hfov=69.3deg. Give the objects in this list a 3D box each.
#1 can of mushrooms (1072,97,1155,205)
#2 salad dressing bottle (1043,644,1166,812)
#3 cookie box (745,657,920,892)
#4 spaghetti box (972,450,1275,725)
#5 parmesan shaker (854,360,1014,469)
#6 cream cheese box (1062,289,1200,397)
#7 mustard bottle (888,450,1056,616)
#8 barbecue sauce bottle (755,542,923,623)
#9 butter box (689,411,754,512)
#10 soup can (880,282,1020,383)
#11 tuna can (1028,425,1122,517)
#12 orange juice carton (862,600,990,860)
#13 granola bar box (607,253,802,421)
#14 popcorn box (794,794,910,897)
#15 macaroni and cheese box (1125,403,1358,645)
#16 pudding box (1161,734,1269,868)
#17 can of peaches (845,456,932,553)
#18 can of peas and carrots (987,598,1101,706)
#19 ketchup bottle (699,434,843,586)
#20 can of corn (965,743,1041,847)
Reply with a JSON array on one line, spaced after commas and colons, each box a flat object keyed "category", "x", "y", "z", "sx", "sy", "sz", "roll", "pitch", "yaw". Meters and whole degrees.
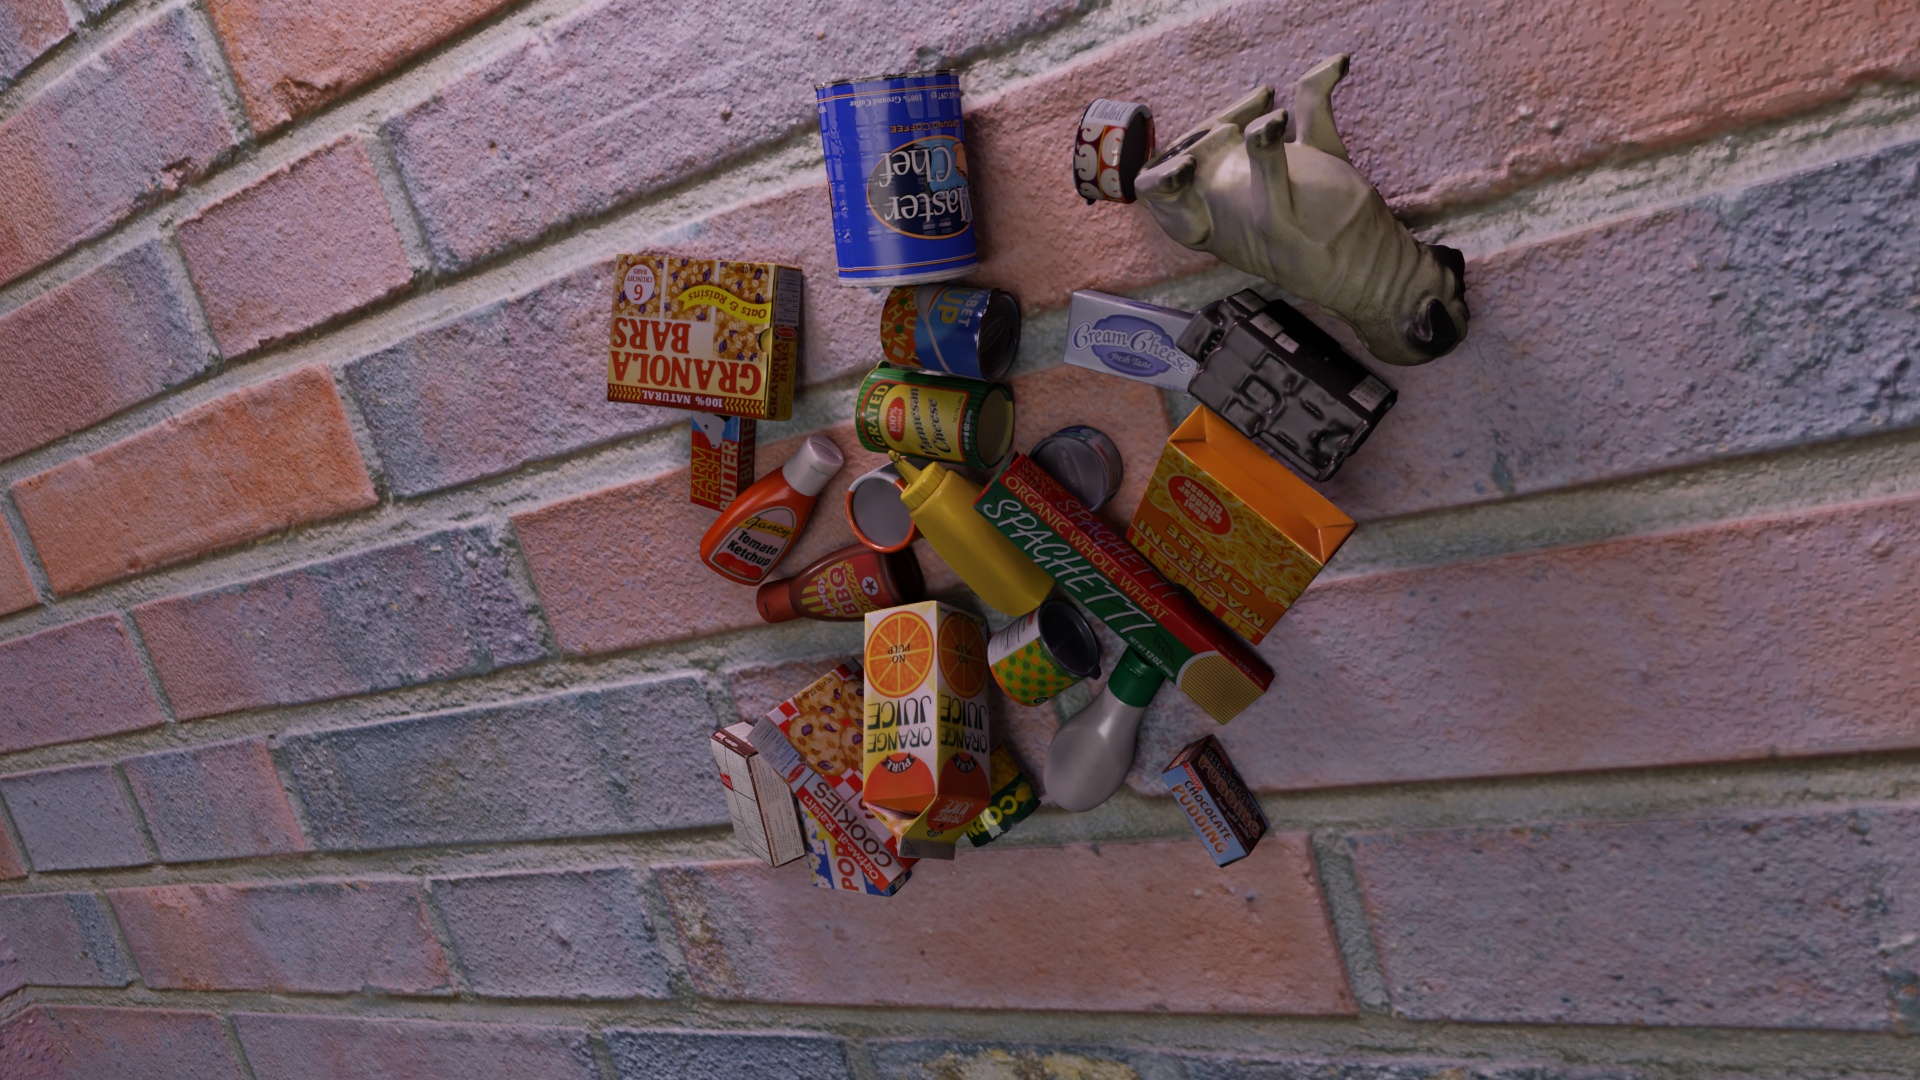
[{"category": "can of mushrooms", "x": 0.103, "y": -0.256, "z": 0.924, "sx": 0.033, "sy": 0.071, "sz": 0.070, "roll": 15, "pitch": 114, "yaw": 24}, {"category": "salad dressing bottle", "x": 0.114, "y": 0.143, "z": 1.069, "sx": 0.064, "sy": 0.044, "sz": 0.147, "roll": 36, "pitch": 120, "yaw": 17}, {"category": "cookie box", "x": -0.077, "y": 0.189, "z": 1.146, "sx": 0.167, "sy": 0.123, "sz": 0.040, "roll": 47, "pitch": 124, "yaw": 8}, {"category": "spaghetti box", "x": 0.117, "y": 0.035, "z": 1.010, "sx": 0.250, "sy": 0.029, "sz": 0.050, "roll": 41, "pitch": 127, "yaw": -1}, {"category": "parmesan shaker", "x": -0.019, "y": -0.095, "z": 1.049, "sx": 0.103, "sy": 0.071, "sz": 0.071, "roll": 10, "pitch": 112, "yaw": 27}, {"category": "cream cheese box", "x": 0.125, "y": -0.140, "z": 0.976, "sx": 0.104, "sy": 0.024, "sz": 0.053, "roll": 18, "pitch": 115, "yaw": 24}, {"category": "mustard bottle", "x": 0.004, "y": -0.013, "z": 1.043, "sx": 0.160, "sy": 0.066, "sz": 0.048, "roll": 43, "pitch": 139, "yaw": -12}, {"category": "barbecue sauce bottle", "x": -0.104, "y": 0.040, "z": 1.158, "sx": 0.148, "sy": 0.044, "sz": 0.064, "roll": -13, "pitch": 102, "yaw": 33}, {"category": "butter box", "x": -0.204, "y": -0.076, "z": 1.187, "sx": 0.053, "sy": 0.024, "sz": 0.103, "roll": 16, "pitch": 114, "yaw": 25}, {"category": "soup can", "x": -0.008, "y": -0.157, "z": 1.020, "sx": 0.084, "sy": 0.071, "sz": 0.071, "roll": 13, "pitch": 113, "yaw": 26}, {"category": "tuna can", "x": 0.082, "y": -0.050, "z": 1.026, "sx": 0.071, "sy": 0.033, "sz": 0.070, "roll": 10, "pitch": 112, "yaw": 27}, {"category": "orange juice carton", "x": -0.026, "y": 0.150, "z": 1.082, "sx": 0.073, "sy": 0.072, "sz": 0.193, "roll": -13, "pitch": 68, "yaw": 33}, {"category": "granola bar box", "x": -0.212, "y": -0.167, "z": 1.136, "sx": 0.165, "sy": 0.039, "sz": 0.124, "roll": 9, "pitch": 97, "yaw": 27}, {"category": "popcorn box", "x": -0.098, "y": 0.248, "z": 1.229, "sx": 0.085, "sy": 0.038, "sz": 0.126, "roll": -1, "pitch": 106, "yaw": 31}, {"category": "macaroni and cheese box", "x": 0.179, "y": -0.005, "z": 0.925, "sx": 0.124, "sy": 0.040, "sz": 0.165, "roll": 40, "pitch": 161, "yaw": 12}, {"category": "pudding box", "x": 0.191, "y": 0.194, "z": 1.037, "sx": 0.030, "sy": 0.050, "sz": 0.083, "roll": -33, "pitch": 88, "yaw": 36}, {"category": "can of peaches", "x": -0.048, "y": -0.027, "z": 1.094, "sx": 0.071, "sy": 0.058, "sz": 0.071, "roll": 10, "pitch": 111, "yaw": 27}, {"category": "can of peas and carrots", "x": 0.065, "y": 0.089, "z": 1.064, "sx": 0.058, "sy": 0.071, "sz": 0.071, "roll": -36, "pitch": 87, "yaw": 35}, {"category": "ketchup bottle", "x": -0.154, "y": -0.027, "z": 1.158, "sx": 0.064, "sy": 0.044, "sz": 0.148, "roll": 28, "pitch": 121, "yaw": -28}, {"category": "can of corn", "x": 0.022, "y": 0.207, "z": 1.126, "sx": 0.071, "sy": 0.071, "sz": 0.058, "roll": -35, "pitch": 87, "yaw": 34}]
